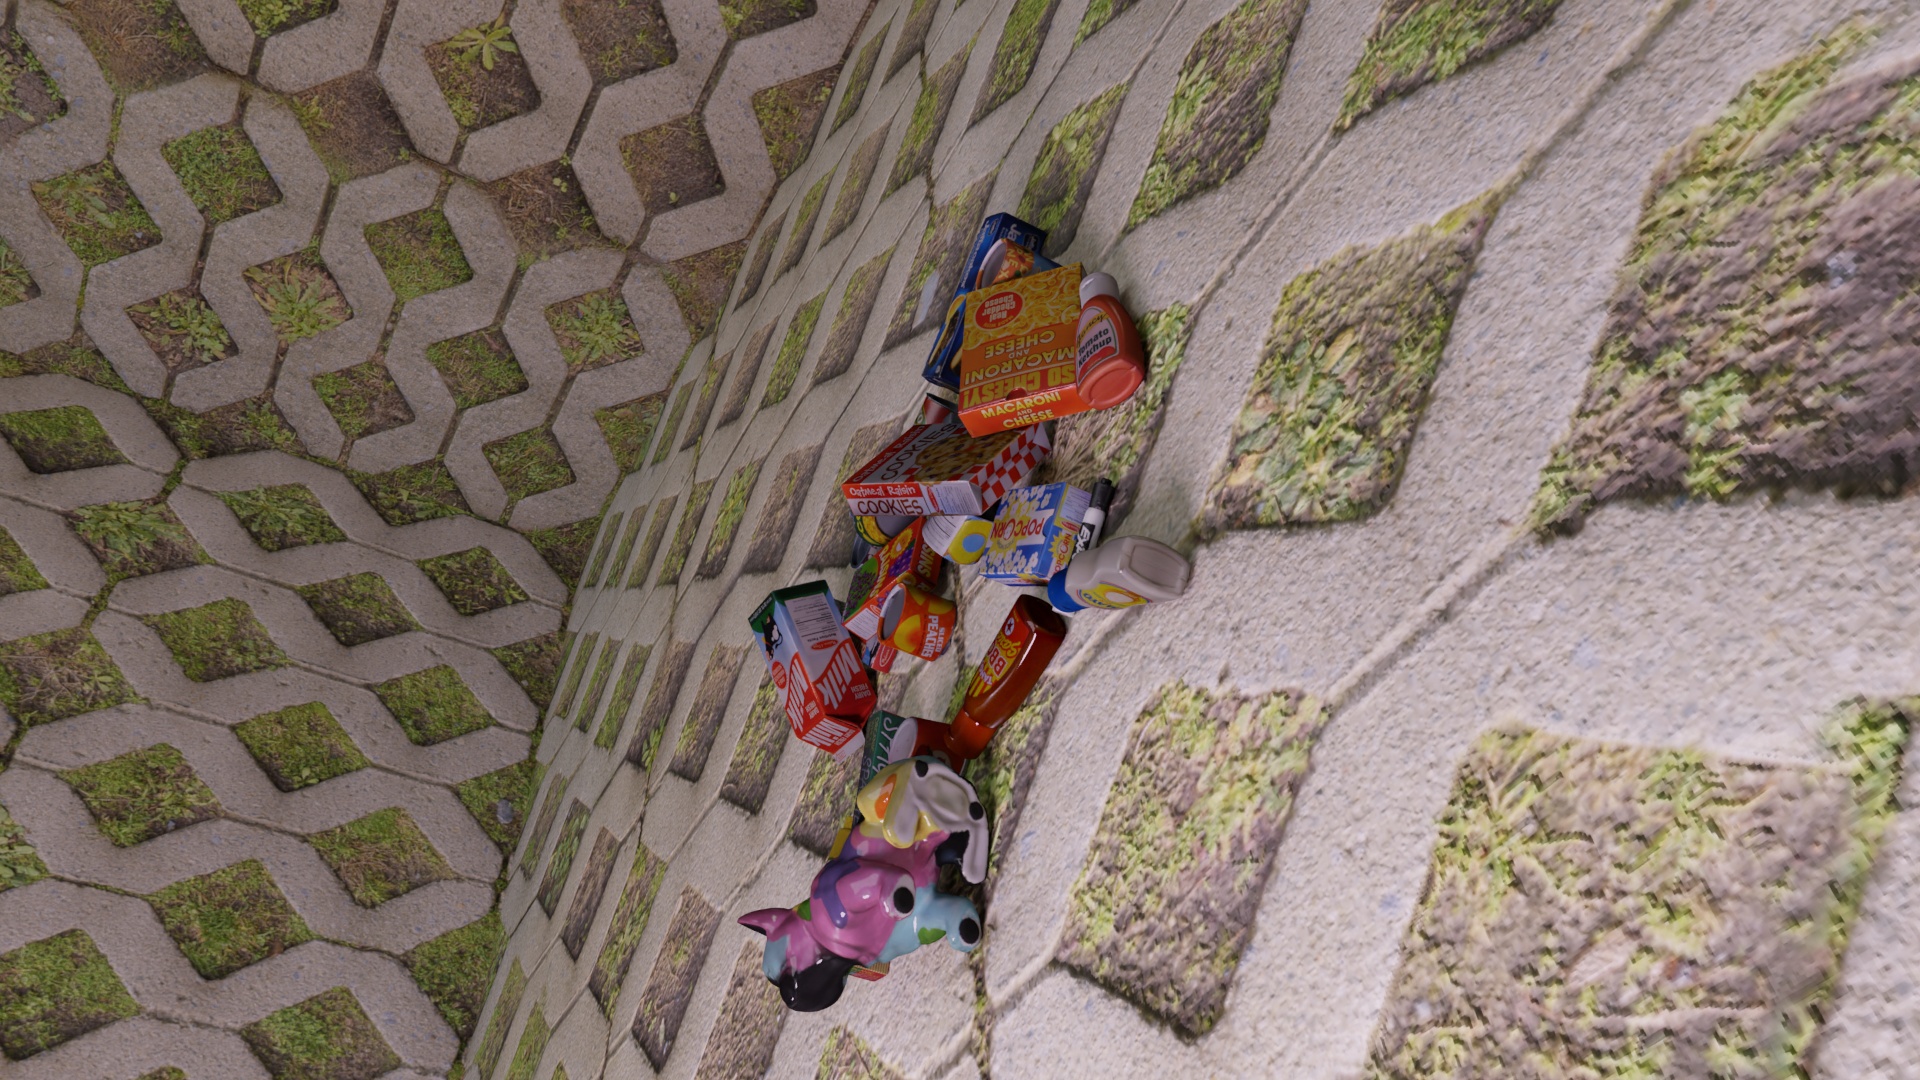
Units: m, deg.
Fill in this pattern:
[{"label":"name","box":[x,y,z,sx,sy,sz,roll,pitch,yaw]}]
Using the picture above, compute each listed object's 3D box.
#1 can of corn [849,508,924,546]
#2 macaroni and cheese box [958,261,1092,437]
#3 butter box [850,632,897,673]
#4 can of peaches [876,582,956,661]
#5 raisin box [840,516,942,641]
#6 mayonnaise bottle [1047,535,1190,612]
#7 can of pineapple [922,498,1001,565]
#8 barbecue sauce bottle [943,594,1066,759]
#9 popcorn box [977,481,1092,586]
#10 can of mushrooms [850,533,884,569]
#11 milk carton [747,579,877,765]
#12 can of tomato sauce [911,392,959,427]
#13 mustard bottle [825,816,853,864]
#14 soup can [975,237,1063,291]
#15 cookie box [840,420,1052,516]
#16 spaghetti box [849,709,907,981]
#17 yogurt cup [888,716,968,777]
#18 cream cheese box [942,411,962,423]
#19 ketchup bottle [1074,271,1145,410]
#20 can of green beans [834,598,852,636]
[{"label":"can of corn","box":[-0.084,-0.028,1.577,0.058,0.071,0.071,-8,63,65]},{"label":"macaroni and cheese box","box":[0.063,-0.185,1.332,0.123,0.040,0.167,-12,49,19]},{"label":"butter box","box":[-0.094,0.109,1.535,0.053,0.024,0.103,-68,22,0]},{"label":"can of peaches","box":[-0.044,0.083,1.395,0.071,0.058,0.071,-51,27,38]},{"label":"raisin box","box":[-0.071,0.041,1.486,0.123,0.040,0.086,-39,25,35]},{"label":"mayonnaise bottle","box":[0.114,0.030,1.068,0.147,0.065,0.041,-24,46,66]},{"label":"can of pineapple","box":[0.005,-0.017,1.368,0.057,0.071,0.071,-58,23,26]},{"label":"barbecue sauce bottle","box":[0.036,0.121,1.189,0.148,0.043,0.065,-60,24,21]},{"label":"popcorn box","box":[0.067,-0.004,1.240,0.126,0.038,0.085,-5,64,67]},{"label":"can of mushrooms","box":[-0.101,0.005,1.638,0.070,0.033,0.071,-51,27,39]},{"label":"milk carton","box":[-0.155,0.147,1.517,0.072,0.074,0.191,-45,64,47]},{"label":"can of tomato sauce","box":[-0.026,-0.110,1.520,0.083,0.071,0.071,-64,22,11]},{"label":"mustard bottle","box":[-0.104,0.316,1.326,0.065,0.049,0.160,-17,54,62]},{"label":"soup can","box":[0.067,-0.263,1.425,0.071,0.084,0.072,-49,29,40]},{"label":"cookie box","box":[-0.015,-0.069,1.331,0.167,0.040,0.123,1,32,41]},{"label":"spaghetti box","box":[-0.078,0.279,1.298,0.028,0.050,0.251,-38,36,49]},{"label":"yogurt cup","box":[-0.030,0.194,1.261,0.072,0.054,0.073,-50,27,38]},{"label":"cream cheese box","box":[0.001,-0.078,1.449,0.024,0.053,0.104,-37,37,57]},{"label":"ketchup bottle","box":[0.131,-0.185,1.255,0.064,0.043,0.149,-38,34,31]},{"label":"can of green beans","box":[-0.147,0.103,1.620,0.071,0.058,0.071,-50,27,39]}]
